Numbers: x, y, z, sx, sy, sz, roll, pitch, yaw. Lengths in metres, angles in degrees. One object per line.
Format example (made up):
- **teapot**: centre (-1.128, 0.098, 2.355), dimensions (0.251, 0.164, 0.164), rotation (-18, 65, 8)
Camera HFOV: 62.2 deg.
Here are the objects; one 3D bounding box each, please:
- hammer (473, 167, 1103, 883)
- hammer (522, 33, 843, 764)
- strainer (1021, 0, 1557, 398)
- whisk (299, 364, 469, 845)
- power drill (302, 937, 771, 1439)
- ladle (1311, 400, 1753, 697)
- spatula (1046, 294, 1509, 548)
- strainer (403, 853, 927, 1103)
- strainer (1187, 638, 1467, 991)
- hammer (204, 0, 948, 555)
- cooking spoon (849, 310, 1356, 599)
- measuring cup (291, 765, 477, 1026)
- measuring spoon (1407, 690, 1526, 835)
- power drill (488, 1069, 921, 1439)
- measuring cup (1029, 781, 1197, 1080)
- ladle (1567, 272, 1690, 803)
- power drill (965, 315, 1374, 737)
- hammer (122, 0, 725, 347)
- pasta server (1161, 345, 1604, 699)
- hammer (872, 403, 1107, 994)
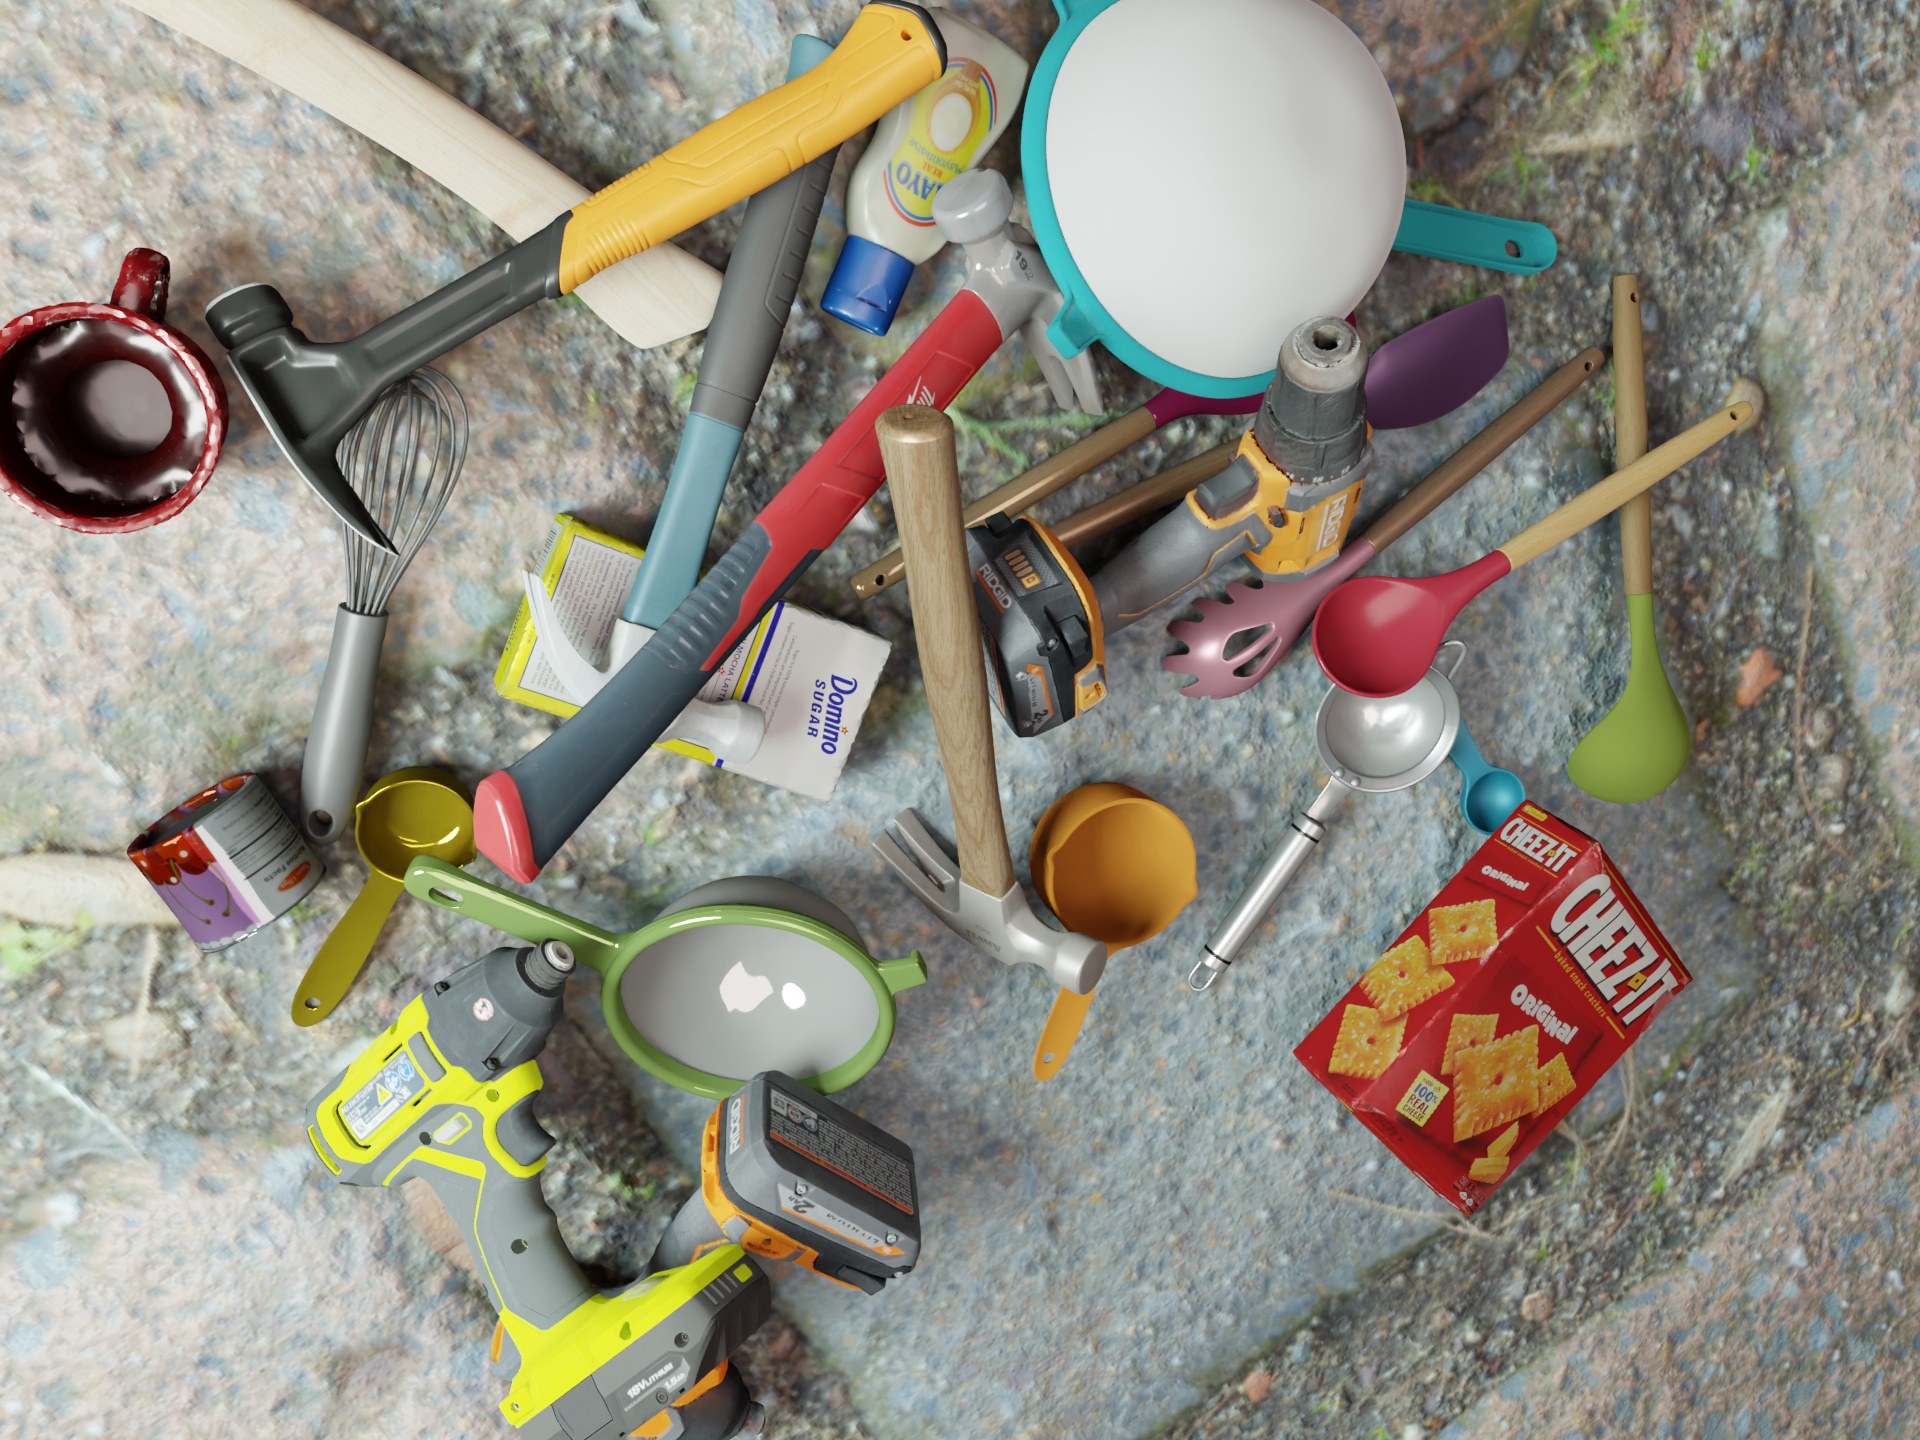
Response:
- **hammer**: centre (-0.071, -0.074, 0.732), dimensions (0.386, 0.038, 0.143), rotation (-52, 134, -18)
- **hammer**: centre (-0.108, -0.152, 0.741), dimensions (0.128, 0.033, 0.331), rotation (17, 91, -29)
- **strainer**: centre (0.197, -0.267, 0.790), dimensions (0.340, 0.095, 0.211), rotation (1, 87, -27)
- **whisk**: centre (-0.278, -0.050, 0.749), dimensions (0.055, 0.055, 0.239), rotation (12, 105, -21)
- **power drill**: centre (-0.199, 0.227, 0.762), dimensions (0.171, 0.080, 0.223), rotation (-41, 80, 19)
- **ladle**: centre (0.327, -0.104, 0.902), dimensions (0.315, 0.031, 0.069), rotation (-31, 86, -11)
- **spatula**: centre (0.172, -0.153, 0.878), dimensions (0.316, 0.018, 0.059), rotation (-25, 123, -10)
- **strainer**: centre (-0.153, 0.109, 0.817), dimensions (0.256, 0.069, 0.151), rotation (25, 126, -16)
- **strainer**: centre (0.208, 0.055, 0.937), dimensions (0.086, 0.050, 0.258), rotation (31, 99, -15)
- **hammer**: centre (-0.148, -0.208, 0.691), dimensions (0.337, 0.034, 0.127), rotation (-33, 88, -5)
- **cooking spoon**: centre (0.080, -0.149, 0.849), dimensions (0.319, 0.017, 0.068), rotation (-31, 113, -8)
- **measuring cup**: centre (-0.294, 0.088, 0.796), dimensions (0.062, 0.029, 0.156), rotation (29, 106, -24)
- **measuring spoon**: centre (0.301, 0.014, 0.971), dimensions (0.042, 0.021, 0.128), rotation (-37, 103, -6)
- **power drill**: centre (-0.123, 0.306, 0.856), dimensions (0.164, 0.084, 0.226), rotation (36, 110, -24)
- **measuring cup**: centre (0.068, 0.117, 0.902), dimensions (0.095, 0.052, 0.173), rotation (16, 101, -21)
- **ladle**: centre (0.399, -0.104, 0.960), dimensions (0.078, 0.062, 0.320), rotation (-11, 101, -19)
- **power drill**: centre (0.106, -0.098, 0.794), dimensions (0.226, 0.185, 0.084), rotation (-29, 67, -7)
- **hammer**: centre (-0.280, -0.296, 0.683), dimensions (0.410, 0.038, 0.146), rotation (28, 93, -23)
- **pasta server**: centre (0.247, -0.117, 0.911), dimensions (0.316, 0.040, 0.060), rotation (-39, 113, -9)
- **hammer**: centre (-0.001, -0.002, 0.768), dimensions (0.031, 0.130, 0.331), rotation (-44, 141, -34)
